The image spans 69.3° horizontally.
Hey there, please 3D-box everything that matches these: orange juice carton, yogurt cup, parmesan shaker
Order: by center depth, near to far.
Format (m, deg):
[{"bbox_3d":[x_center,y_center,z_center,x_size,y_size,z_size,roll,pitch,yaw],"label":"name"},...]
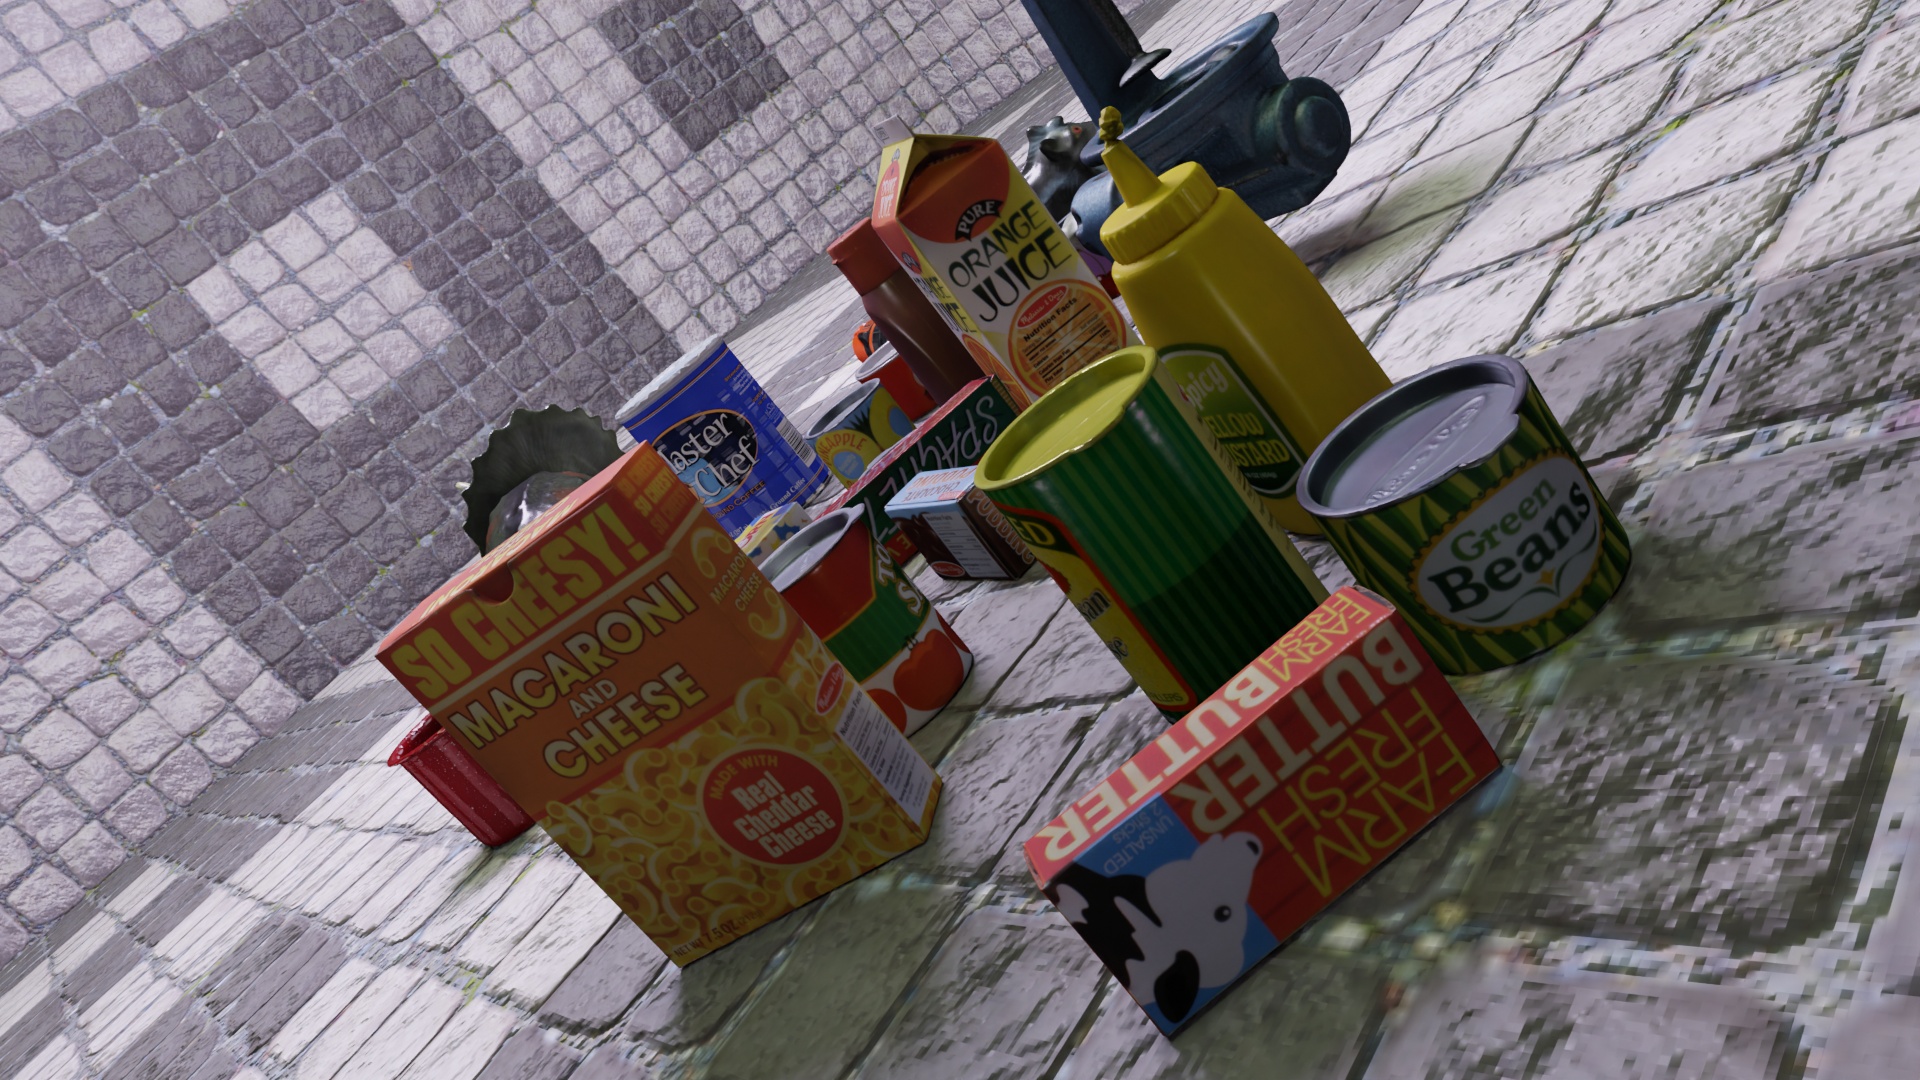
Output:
[{"bbox_3d":[0.061,0.002,0.422,0.071,0.103,0.071,-35,16,12],"label":"parmesan shaker"},{"bbox_3d":[0.016,-0.157,0.783,0.073,0.192,0.072,-40,16,-4],"label":"orange juice carton"},{"bbox_3d":[-0.039,-0.126,1.063,0.072,0.054,0.072,-35,17,12],"label":"yogurt cup"}]

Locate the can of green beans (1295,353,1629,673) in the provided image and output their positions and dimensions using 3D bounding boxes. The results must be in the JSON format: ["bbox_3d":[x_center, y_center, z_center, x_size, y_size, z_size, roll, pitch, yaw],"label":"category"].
[{"bbox_3d":[0.133,-0.007,0.371,0.071,0.057,0.071,-35,17,12],"label":"can of green beans"}]

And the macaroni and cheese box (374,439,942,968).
[{"bbox_3d":[-0.106,0.064,0.499,0.123,0.166,0.040,-32,17,22],"label":"macaroni and cheese box"}]

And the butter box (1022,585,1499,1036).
[{"bbox_3d":[0.071,0.063,0.327,0.103,0.053,0.024,-39,16,-1],"label":"butter box"}]

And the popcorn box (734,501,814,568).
[{"bbox_3d":[-0.094,0.054,0.645,0.038,0.085,0.127,-21,24,46],"label":"popcorn box"}]

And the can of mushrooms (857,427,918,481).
[{"bbox_3d":[-0.029,-0.041,0.851,0.071,0.033,0.071,-35,17,12],"label":"can of mushrooms"}]

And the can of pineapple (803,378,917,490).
[{"bbox_3d":[-0.066,-0.069,0.959,0.071,0.057,0.071,-35,17,12],"label":"can of pineapple"}]

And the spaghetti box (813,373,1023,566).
[{"bbox_3d":[-0.061,0.005,0.766,0.251,0.050,0.028,-42,16,-13],"label":"spaghetti box"}]

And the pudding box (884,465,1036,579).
[{"bbox_3d":[0.002,-0.008,0.668,0.030,0.049,0.083,-45,17,-20],"label":"pudding box"}]

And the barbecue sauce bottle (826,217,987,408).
[{"bbox_3d":[-0.029,-0.144,0.922,0.044,0.148,0.065,-41,16,-8],"label":"barbecue sauce bottle"}]

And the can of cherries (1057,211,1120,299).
[{"bbox_3d":[0.104,-0.208,0.966,0.071,0.058,0.072,-35,17,12],"label":"can of cherries"}]

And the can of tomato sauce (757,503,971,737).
[{"bbox_3d":[-0.044,0.037,0.587,0.071,0.083,0.071,-35,17,12],"label":"can of tomato sauce"}]

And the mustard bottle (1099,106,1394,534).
[{"bbox_3d":[0.089,-0.073,0.461,0.049,0.160,0.065,-45,17,-20],"label":"mustard bottle"}]
